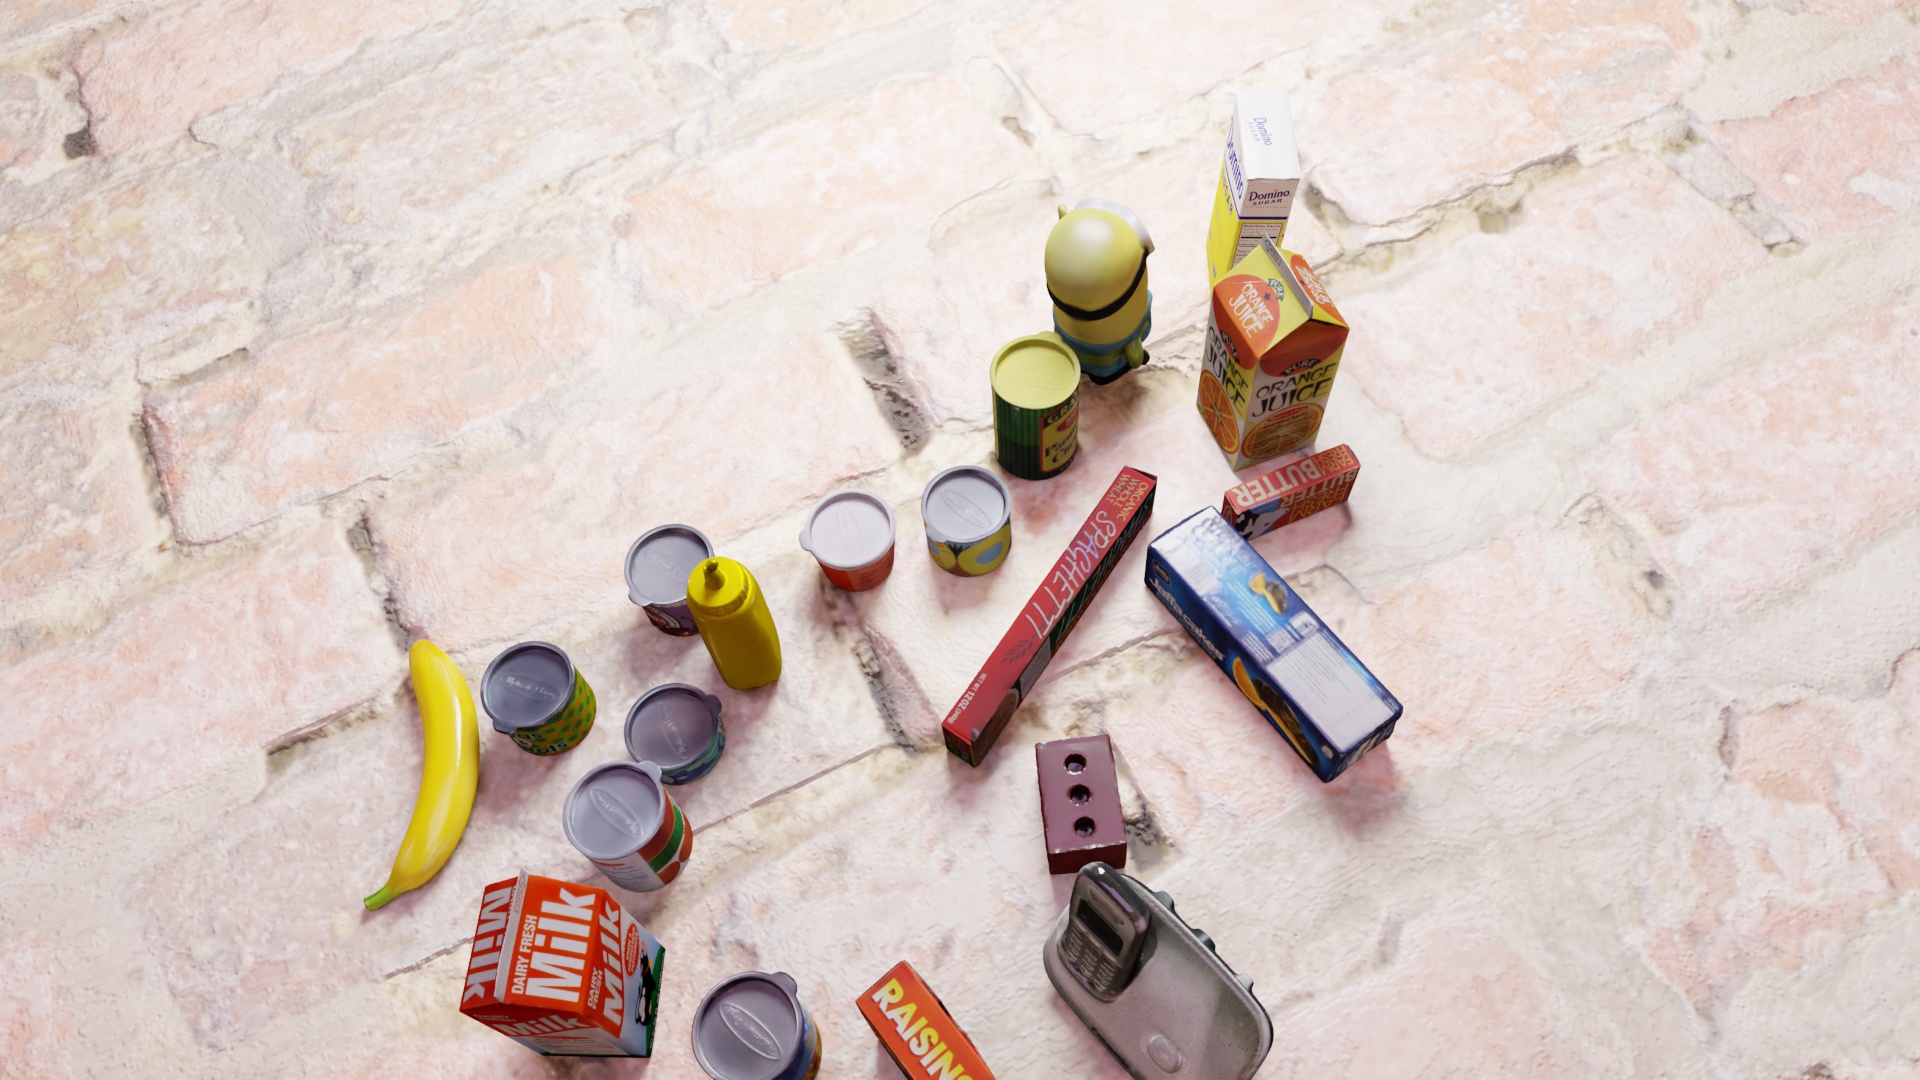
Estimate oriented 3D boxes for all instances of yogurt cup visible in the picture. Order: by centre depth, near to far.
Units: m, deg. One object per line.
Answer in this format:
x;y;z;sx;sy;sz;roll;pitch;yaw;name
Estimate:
-0.079;0.003;1.036;0.072;0.053;0.073;-2;61;3;yogurt cup

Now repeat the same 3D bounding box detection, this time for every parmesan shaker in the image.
0.059;-0.101;1.057;0.071;0.102;0.071;-2;61;3;parmesan shaker

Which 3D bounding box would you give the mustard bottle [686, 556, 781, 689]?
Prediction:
-0.158;0.049;0.954;0.049;0.159;0.065;-16;61;-5;mustard bottle

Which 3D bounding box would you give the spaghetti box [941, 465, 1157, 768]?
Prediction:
0.068;0.051;1.001;0.029;0.050;0.251;29;67;18;spaghetti box

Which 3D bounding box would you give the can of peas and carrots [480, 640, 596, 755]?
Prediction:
-0.299;0.115;0.985;0.071;0.058;0.071;-2;61;3;can of peas and carrots

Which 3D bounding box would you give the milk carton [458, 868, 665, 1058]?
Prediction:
-0.238;0.255;0.827;0.073;0.189;0.072;0;61;4;milk carton

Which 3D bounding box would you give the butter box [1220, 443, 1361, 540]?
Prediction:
0.244;-0.033;1.035;0.104;0.053;0.024;-22;62;-8;butter box

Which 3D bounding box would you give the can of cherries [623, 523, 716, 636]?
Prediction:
-0.211;0.032;1.026;0.071;0.058;0.072;-2;61;3;can of cherries

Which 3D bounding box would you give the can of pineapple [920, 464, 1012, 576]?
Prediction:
0.004;-0.013;1.037;0.071;0.057;0.071;-2;61;3;can of pineapple

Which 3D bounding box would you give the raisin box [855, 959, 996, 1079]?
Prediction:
-0.016;0.305;0.822;0.040;0.123;0.086;-36;65;-15;raisin box

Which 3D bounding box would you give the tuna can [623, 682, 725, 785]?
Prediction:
-0.199;0.136;0.981;0.071;0.032;0.071;-2;61;3;tuna can

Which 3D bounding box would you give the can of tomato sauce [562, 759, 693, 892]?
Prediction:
-0.218;0.190;0.924;0.071;0.082;0.071;-2;61;3;can of tomato sauce

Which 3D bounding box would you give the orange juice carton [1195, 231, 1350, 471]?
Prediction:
0.226;-0.137;1.014;0.073;0.191;0.072;-20;62;-7;orange juice carton

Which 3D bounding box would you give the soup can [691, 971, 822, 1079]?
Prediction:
-0.121;0.305;0.852;0.071;0.083;0.071;-2;61;3;soup can
